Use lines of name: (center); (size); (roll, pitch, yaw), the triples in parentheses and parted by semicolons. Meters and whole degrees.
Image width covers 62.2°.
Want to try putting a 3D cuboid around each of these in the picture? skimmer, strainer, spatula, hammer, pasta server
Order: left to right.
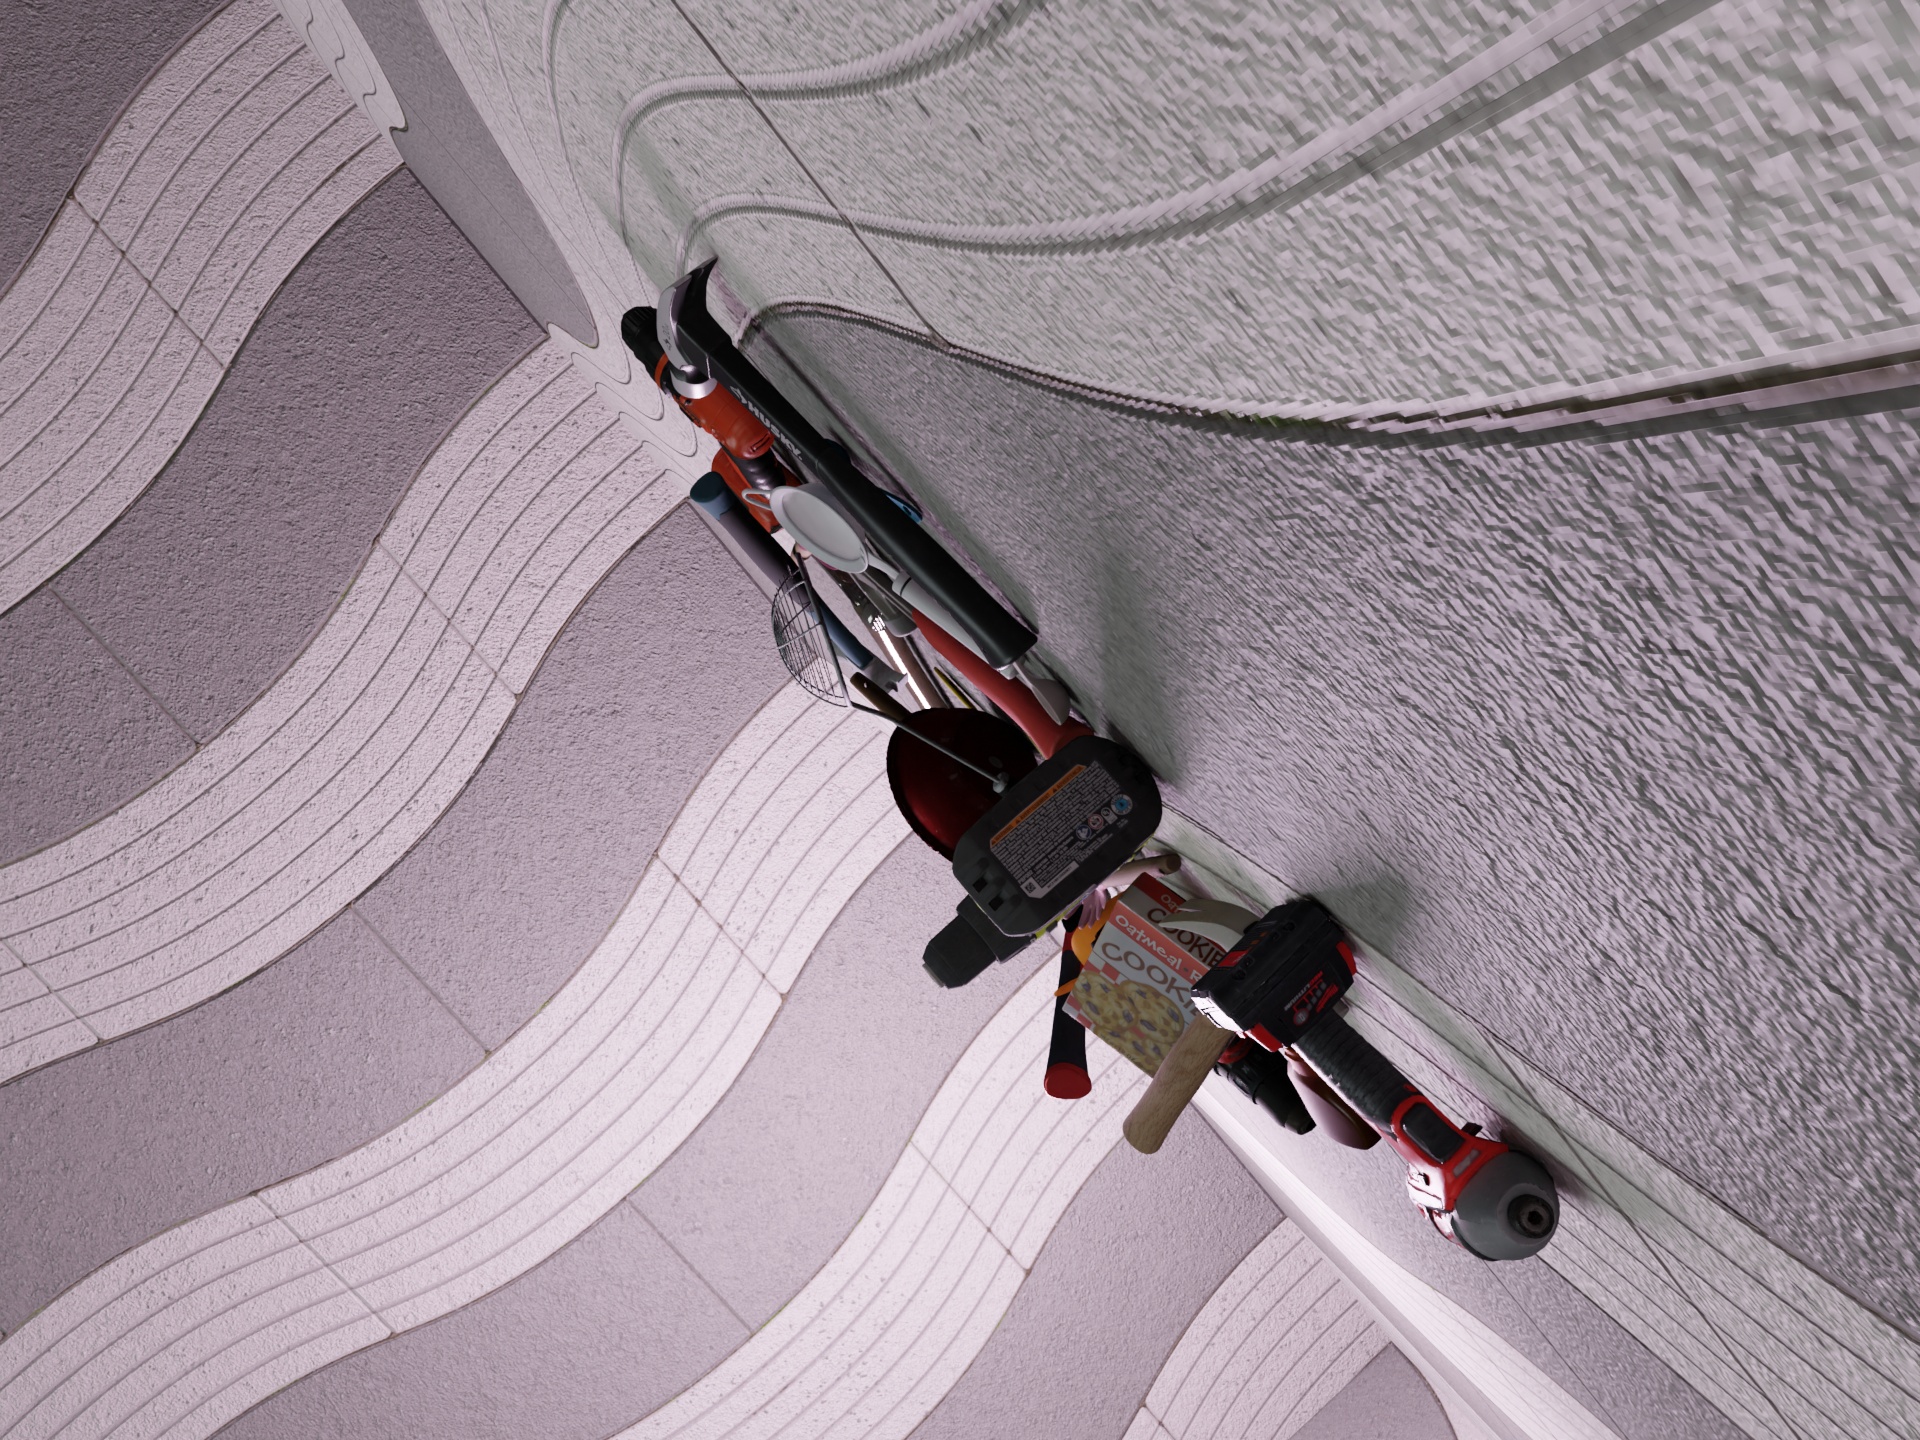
hammer: (-0.140, -0.113, 1.391); (0.128, 0.033, 0.330); (40, 175, 37)
hammer: (-0.075, -0.157, 1.016); (0.335, 0.035, 0.146); (45, 163, 11)
strainer: (-0.043, -0.102, 1.114); (0.258, 0.050, 0.086); (38, 161, 15)
hammer: (-0.062, -0.065, 1.618); (0.146, 0.038, 0.410); (48, 175, 28)
hammer: (-0.009, -0.063, 1.199); (0.149, 0.037, 0.359); (53, 174, -37)
skimmer: (-0.002, -0.004, 1.294); (0.363, 0.090, 0.127); (31, -174, -12)
spatula: (0.018, 0.065, 1.440); (0.317, 0.082, 0.044); (41, 159, -11)
hammer: (0.100, 0.225, 1.507); (0.143, 0.038, 0.386); (49, -161, -11)
pasta server: (0.123, 0.133, 1.294); (0.060, 0.040, 0.316); (40, 167, -2)
hammer: (0.169, 0.235, 1.144); (0.130, 0.031, 0.331); (47, 149, 21)

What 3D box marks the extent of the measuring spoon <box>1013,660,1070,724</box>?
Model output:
measuring spoon: (0.037, -0.050, 1.054); (0.124, 0.018, 0.034); (55, 177, 16)

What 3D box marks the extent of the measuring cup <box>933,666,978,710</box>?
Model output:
measuring cup: (0.010, 0.007, 1.509); (0.157, 0.029, 0.062); (50, -168, 33)

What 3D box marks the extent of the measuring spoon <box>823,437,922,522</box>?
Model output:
measuring spoon: (-0.061, -0.162, 1.069); (0.129, 0.021, 0.042); (33, 160, 41)

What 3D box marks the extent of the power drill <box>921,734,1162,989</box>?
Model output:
power drill: (0.051, 0.104, 1.080); (0.080, 0.190, 0.228); (49, 170, 11)

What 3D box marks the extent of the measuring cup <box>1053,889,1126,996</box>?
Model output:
measuring cup: (0.120, 0.203, 1.435); (0.052, 0.095, 0.173); (51, -146, 18)

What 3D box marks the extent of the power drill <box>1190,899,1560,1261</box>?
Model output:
power drill: (0.235, 0.205, 0.880); (0.220, 0.078, 0.143); (46, 174, 7)

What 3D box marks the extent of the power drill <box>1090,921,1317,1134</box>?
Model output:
power drill: (0.219, 0.257, 1.367); (0.188, 0.080, 0.226); (45, 176, 41)

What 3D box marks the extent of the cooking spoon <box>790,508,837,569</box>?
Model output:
cooking spoon: (-0.129, -0.147, 1.323); (0.068, 0.017, 0.319); (48, 174, -6)
